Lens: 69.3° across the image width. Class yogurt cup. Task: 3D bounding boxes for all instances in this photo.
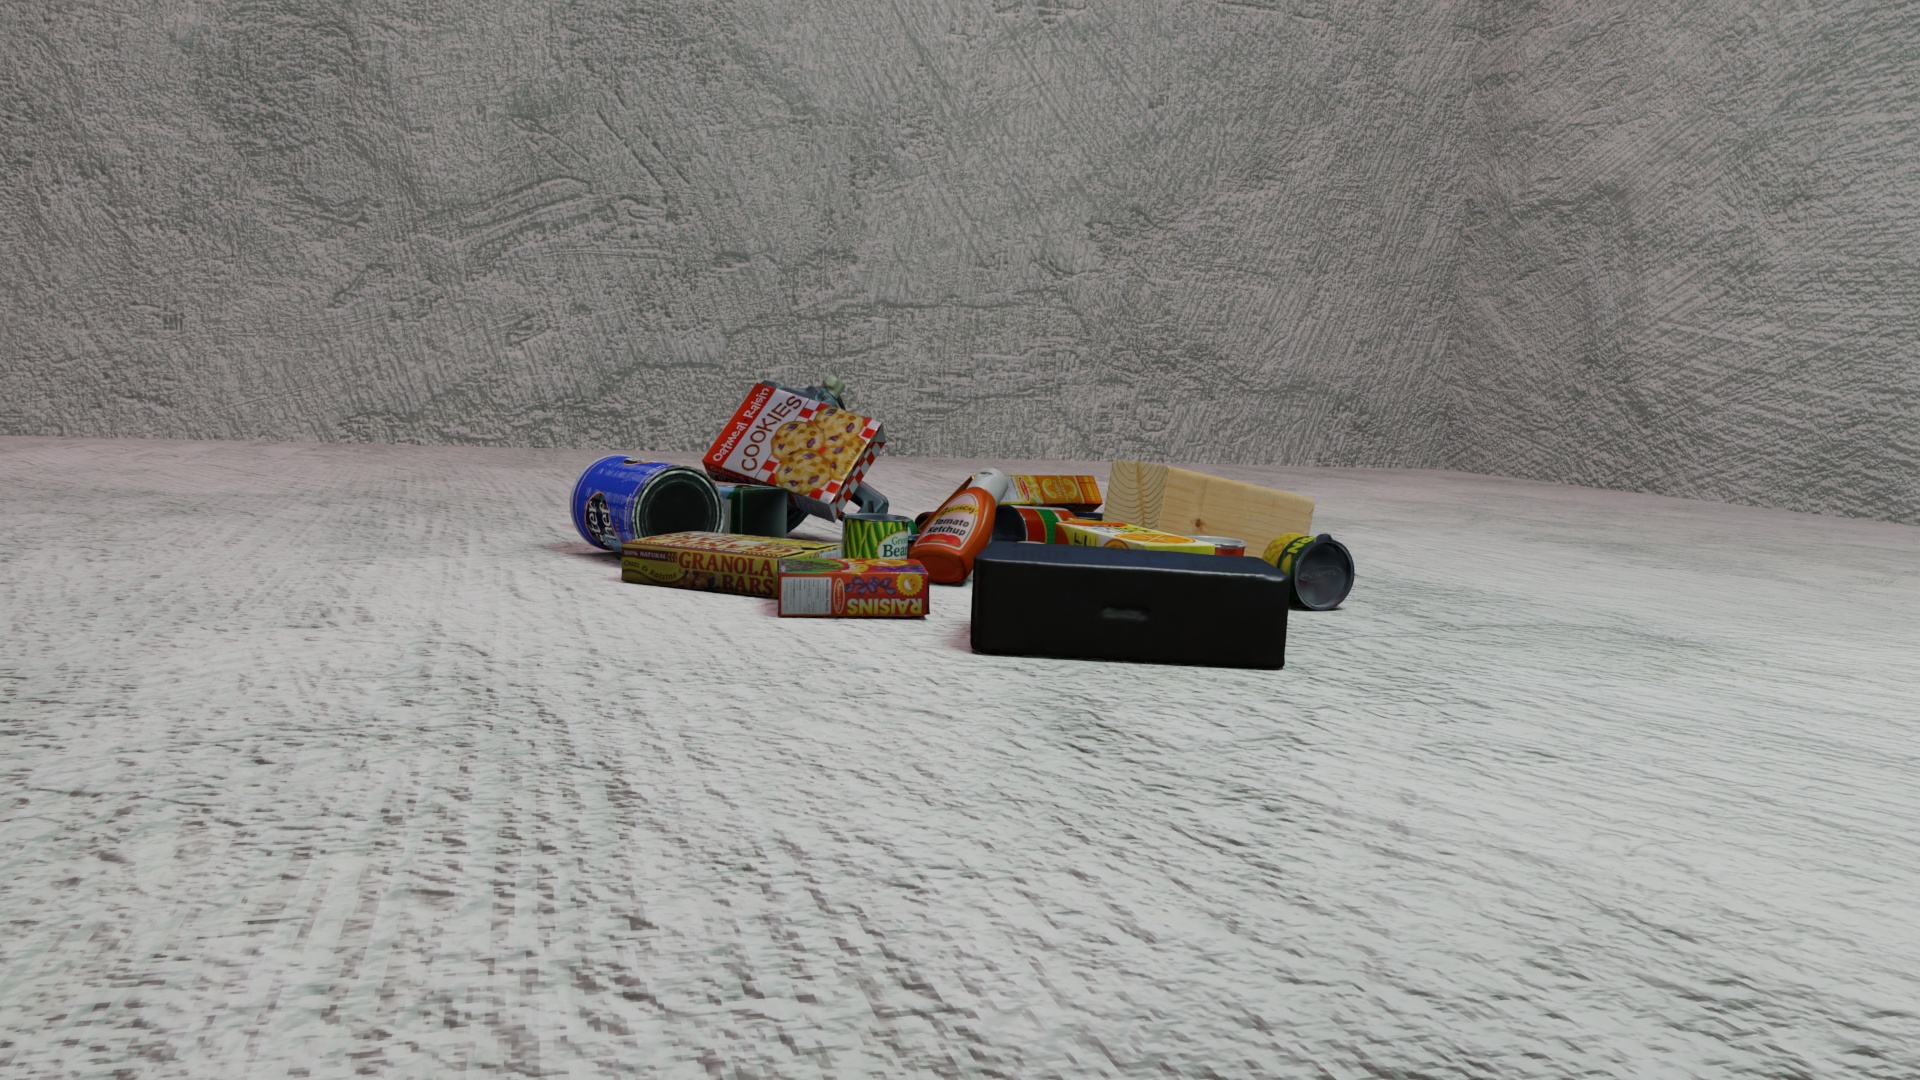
[{"bbox_3d":[0.239,0.025,1.336,0.072,0.054,0.072,2,6,0],"label":"yogurt cup"}]

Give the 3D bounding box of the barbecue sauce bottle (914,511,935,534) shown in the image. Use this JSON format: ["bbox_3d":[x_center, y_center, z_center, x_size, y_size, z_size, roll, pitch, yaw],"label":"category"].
[{"bbox_3d":[0.024,-0.012,1.622,0.149,0.043,0.065,0,-1,-26],"label":"barbecue sauce bottle"}]

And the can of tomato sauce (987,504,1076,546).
[{"bbox_3d":[0.075,-0.001,1.444,0.083,0.071,0.071,2,5,-42],"label":"can of tomato sauce"}]

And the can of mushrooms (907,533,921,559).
[{"bbox_3d":[-0.026,0.013,1.435,0.071,0.033,0.071,3,7,0],"label":"can of mushrooms"}]

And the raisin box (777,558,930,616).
[{"bbox_3d":[-0.091,0.039,1.164,0.123,0.040,0.086,0,6,-8],"label":"raisin box"}]

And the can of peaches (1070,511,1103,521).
[{"bbox_3d":[0.135,0.001,1.492,0.071,0.058,0.071,2,7,0],"label":"can of peaches"}]

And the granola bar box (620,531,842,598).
[{"bbox_3d":[-0.210,0.020,1.287,0.165,0.039,0.124,5,7,22],"label":"granola bar box"}]

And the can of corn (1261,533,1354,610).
[{"bbox_3d":[0.321,0.026,1.290,0.071,0.071,0.058,0,6,-22],"label":"can of corn"}]

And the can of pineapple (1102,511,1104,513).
[{"bbox_3d":[0.200,-0.014,1.617,0.071,0.071,0.058,5,7,21],"label":"can of pineapple"}]

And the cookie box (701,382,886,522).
[{"bbox_3d":[-0.185,-0.100,1.550,0.167,0.123,0.040,19,-30,20],"label":"cookie box"}]

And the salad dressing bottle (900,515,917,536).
[{"bbox_3d":[-0.079,-0.002,1.499,0.064,0.044,0.148,2,6,9],"label":"salad dressing bottle"}]

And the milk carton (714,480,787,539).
[{"bbox_3d":[-0.282,-0.028,1.518,0.190,0.073,0.072,7,8,35],"label":"milk carton"}]

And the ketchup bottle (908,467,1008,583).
[{"bbox_3d":[0.005,-0.017,1.375,0.065,0.043,0.149,4,37,25],"label":"ketchup bottle"}]

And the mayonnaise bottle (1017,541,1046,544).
[{"bbox_3d":[0.054,0.029,1.301,0.065,0.041,0.148,2,8,11],"label":"mayonnaise bottle"}]

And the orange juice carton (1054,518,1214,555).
[{"bbox_3d":[0.138,0.025,1.222,0.073,0.071,0.193,0,7,-25],"label":"orange juice carton"}]

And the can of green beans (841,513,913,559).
[{"bbox_3d":[-0.085,0.005,1.377,0.071,0.057,0.071,2,6,0],"label":"can of green beans"}]

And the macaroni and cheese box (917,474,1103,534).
[{"bbox_3d":[0.055,-0.028,1.531,0.167,0.040,0.123,-2,-26,-35],"label":"macaroni and cheese box"}]
